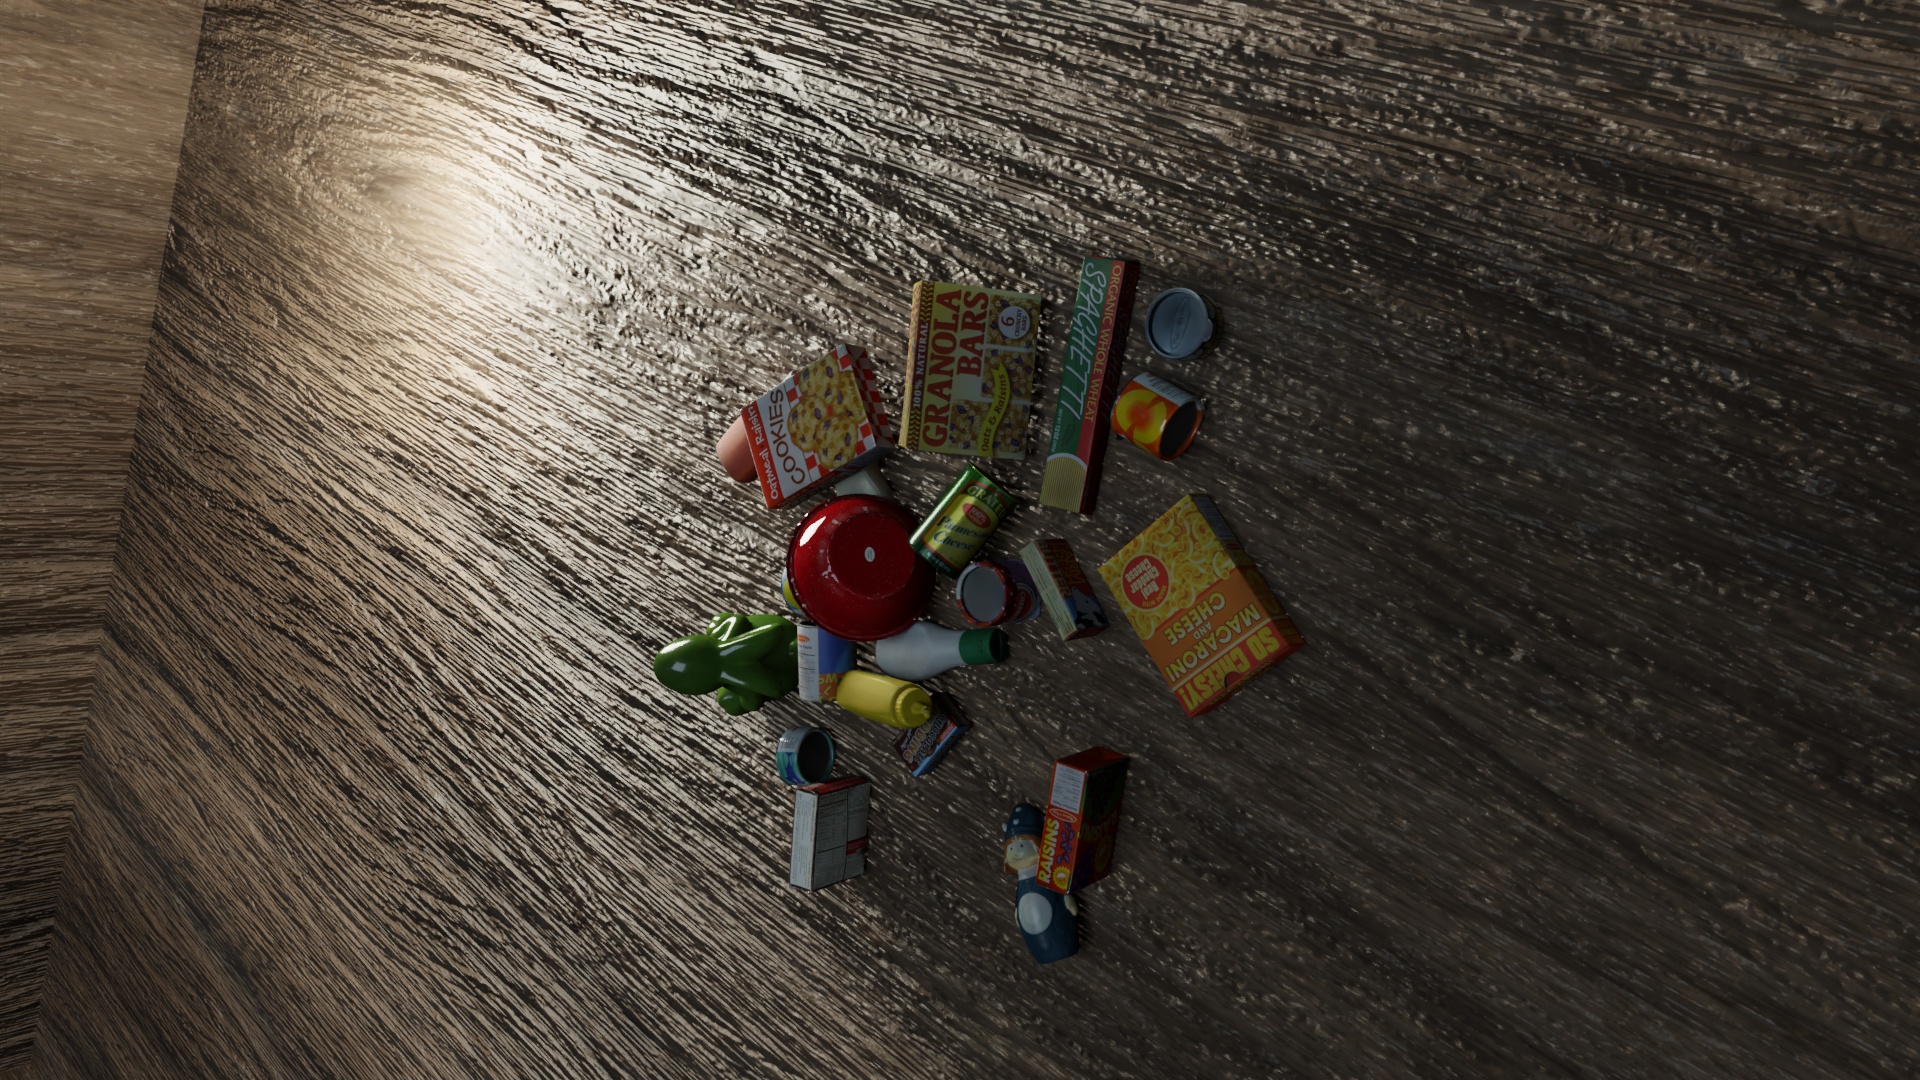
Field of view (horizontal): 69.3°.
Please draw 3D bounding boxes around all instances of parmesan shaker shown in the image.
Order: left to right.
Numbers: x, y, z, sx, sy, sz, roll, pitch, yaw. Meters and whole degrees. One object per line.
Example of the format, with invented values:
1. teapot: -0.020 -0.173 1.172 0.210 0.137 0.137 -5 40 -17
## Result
1. parmesan shaker: 0.005 -0.018 1.403 0.071 0.071 0.103 42 96 30

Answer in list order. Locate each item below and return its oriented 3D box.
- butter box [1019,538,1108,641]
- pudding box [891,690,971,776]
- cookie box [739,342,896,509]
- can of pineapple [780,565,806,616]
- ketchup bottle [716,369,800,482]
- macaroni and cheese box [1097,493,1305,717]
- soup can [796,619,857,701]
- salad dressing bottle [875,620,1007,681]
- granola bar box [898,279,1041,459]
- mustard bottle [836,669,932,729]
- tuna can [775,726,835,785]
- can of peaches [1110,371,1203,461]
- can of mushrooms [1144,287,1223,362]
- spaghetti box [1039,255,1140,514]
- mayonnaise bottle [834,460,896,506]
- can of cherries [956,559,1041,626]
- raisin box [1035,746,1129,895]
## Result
1. butter box: 0.101 0.046 1.354 0.024 0.053 0.104 -39 67 35
2. pudding box: -0.031 0.205 1.471 0.050 0.030 0.083 52 119 25
3. cookie box: -0.157 -0.121 1.509 0.167 0.040 0.123 -27 72 32
4. can of pineapple: -0.157 0.047 1.544 0.058 0.071 0.071 -11 84 37
5. ketchup bottle: -0.223 -0.135 1.608 0.148 0.043 0.065 -45 66 29
6. macaroni and cheese box: 0.217 0.059 1.272 0.123 0.040 0.167 -43 66 31
7. soup can: -0.144 0.131 1.536 0.071 0.071 0.083 2 96 38
8. salad dressing bottle: -0.020 0.114 1.455 0.147 0.044 0.064 -7 82 37
9. granola bar box: 0.009 -0.168 1.382 0.039 0.124 0.165 -155 71 -75
10. mustard bottle: -0.070 0.169 1.450 0.160 0.065 0.049 4 72 56
11. tuna can: -0.173 0.244 1.560 0.033 0.071 0.071 -5 88 37
12. can of peaches: 0.181 -0.112 1.283 0.058 0.071 0.071 34 110 32
13. can of mushrooms: 0.208 -0.198 1.281 0.071 0.033 0.071 0 90 38
14. spaghetti box: 0.125 -0.151 1.349 0.050 0.029 0.249 16 100 36
15. mayonnaise bottle: -0.117 -0.083 1.530 0.064 0.041 0.148 -27 73 33
16. can of cherries: 0.040 0.054 1.397 0.071 0.058 0.071 0 91 38
17. raisin box: 0.117 0.266 1.322 0.040 0.086 0.123 14 99 32
